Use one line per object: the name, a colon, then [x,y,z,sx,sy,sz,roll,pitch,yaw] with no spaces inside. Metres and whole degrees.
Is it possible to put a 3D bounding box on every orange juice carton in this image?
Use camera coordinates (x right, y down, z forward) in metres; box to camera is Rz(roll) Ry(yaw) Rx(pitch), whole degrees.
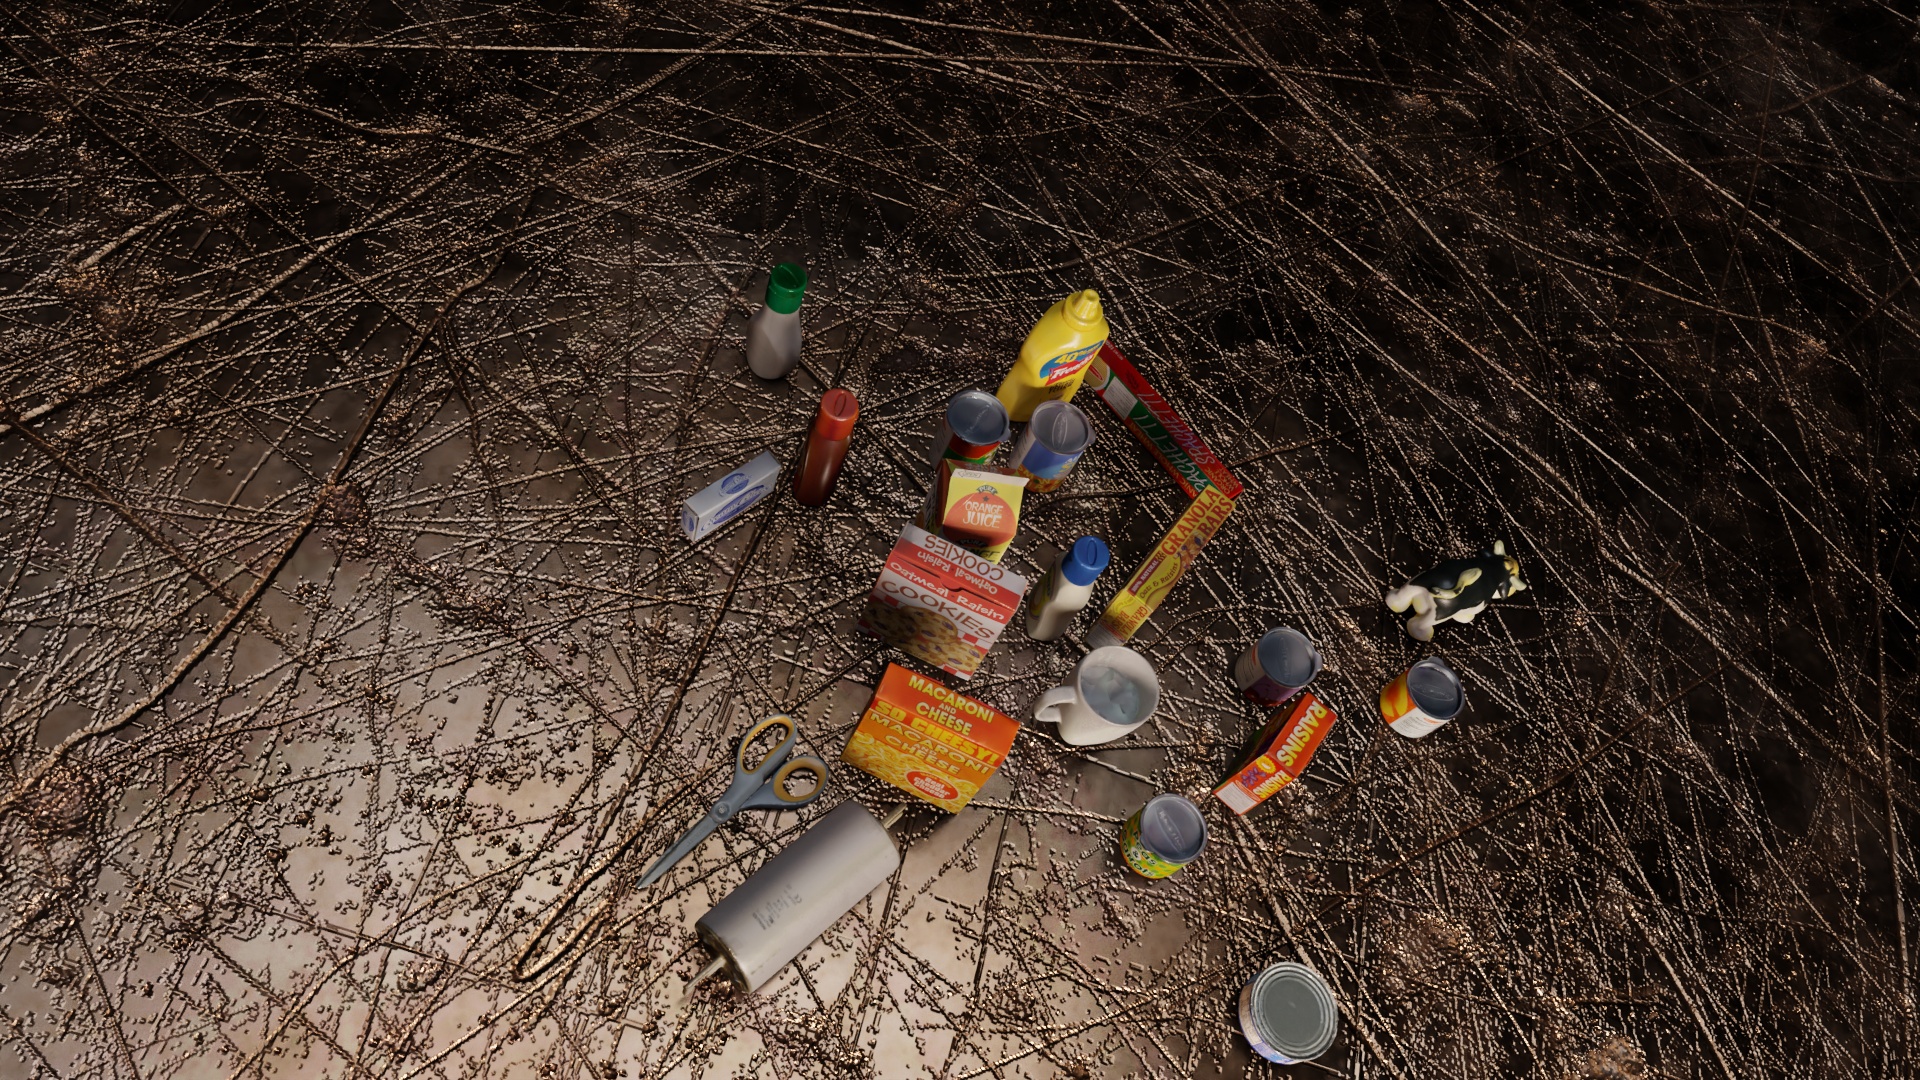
orange juice carton: [0.005,-0.017,1.327,0.072,0.191,0.073,8,61,-12]

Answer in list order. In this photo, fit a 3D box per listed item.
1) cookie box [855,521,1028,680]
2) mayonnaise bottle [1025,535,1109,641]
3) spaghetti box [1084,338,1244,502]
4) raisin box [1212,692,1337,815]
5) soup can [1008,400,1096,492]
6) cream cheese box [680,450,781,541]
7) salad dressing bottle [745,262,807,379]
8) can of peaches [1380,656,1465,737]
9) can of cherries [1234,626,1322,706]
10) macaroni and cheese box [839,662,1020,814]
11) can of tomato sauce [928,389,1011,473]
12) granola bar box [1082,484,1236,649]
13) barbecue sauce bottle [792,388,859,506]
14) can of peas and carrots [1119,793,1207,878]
cookie box: [-0.021,0.061,1.292,0.123,0.166,0.040,25,58,-2]
mayonnaise bottle: [0.103,0.044,1.350,0.041,0.147,0.065,12,60,-10]
spaghetti box: [0.215,-0.128,1.534,0.029,0.050,0.250,-33,76,-29]
raisin box: [0.301,0.206,1.334,0.040,0.122,0.086,40,59,7]
soup can: [0.096,-0.097,1.462,0.071,0.083,0.071,7,61,-13]
cream cheese box: [-0.224,-0.043,1.355,0.104,0.053,0.024,-36,77,-29]
salad dressing bottle: [-0.185,-0.222,1.409,0.044,0.147,0.064,-32,75,-28]
can of peaches: [0.481,0.164,1.450,0.071,0.057,0.071,7,61,-13]
can of cherries: [0.325,0.131,1.421,0.071,0.058,0.072,7,61,-13]
macaroni and cheese box: [-0.031,0.176,1.226,0.124,0.165,0.040,25,58,-2]
can of tomato sauce: [0.010,-0.105,1.441,0.071,0.082,0.071,7,61,-13]
granola bar box: [0.199,0.032,1.399,0.039,0.123,0.166,39,59,6]
barbecue sauce bottle: [-0.130,-0.093,1.354,0.044,0.147,0.065,17,59,-7]
can of peas and carrots: [0.187,0.278,1.299,0.071,0.058,0.071,7,61,-13]
